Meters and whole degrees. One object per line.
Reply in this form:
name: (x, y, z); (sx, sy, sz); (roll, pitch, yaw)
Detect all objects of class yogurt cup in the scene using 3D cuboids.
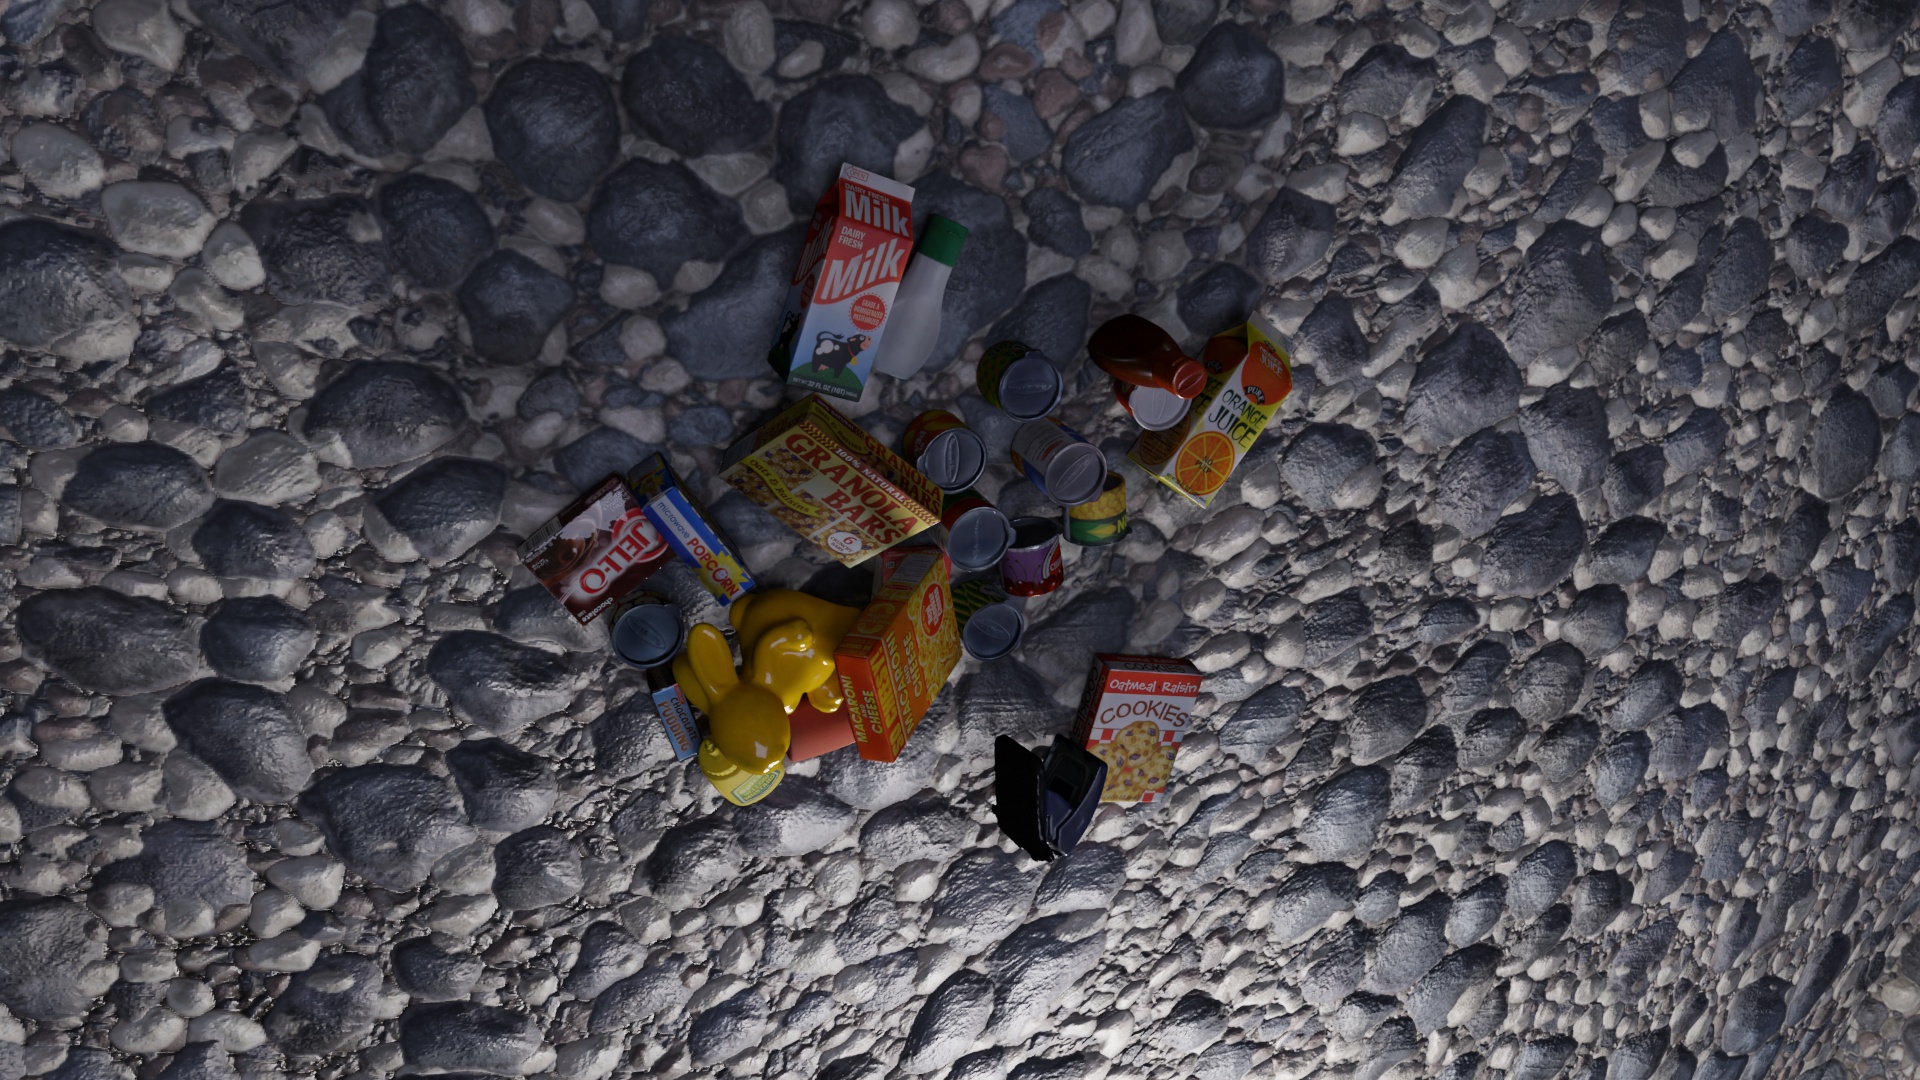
yogurt cup: (0.189, -0.149, 1.381); (0.072, 0.054, 0.072); (-9, 115, -20)

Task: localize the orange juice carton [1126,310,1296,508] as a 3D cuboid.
orange juice carton: (0.263, -0.136, 1.408); (0.071, 0.073, 0.192); (32, 96, -31)

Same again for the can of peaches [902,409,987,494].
can of peaches: (-0.018, -0.085, 1.317); (0.071, 0.058, 0.071); (-9, 116, -19)

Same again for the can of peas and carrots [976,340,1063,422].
can of peas and carrots: (0.055, -0.154, 1.318); (0.071, 0.059, 0.070); (-9, 115, -20)

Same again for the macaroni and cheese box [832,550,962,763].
macaroni and cheese box: (-0.056, 0.107, 1.298); (0.167, 0.040, 0.123); (-54, 141, -49)

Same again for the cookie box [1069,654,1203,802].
cookie box: (0.187, 0.210, 1.546); (0.123, 0.040, 0.166); (6, 110, -26)

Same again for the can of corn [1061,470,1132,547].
can of corn: (0.137, -0.034, 1.401); (0.071, 0.071, 0.058); (-13, 116, -18)

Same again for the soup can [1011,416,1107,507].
soup can: (0.096, -0.076, 1.355); (0.071, 0.084, 0.071); (-9, 116, -19)

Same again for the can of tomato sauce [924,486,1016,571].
can of tomato sauce: (0.005, -0.017, 1.342); (0.071, 0.083, 0.071); (-9, 115, -20)

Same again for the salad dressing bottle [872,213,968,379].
salad dressing bottle: (-0.038, -0.221, 1.258); (0.064, 0.044, 0.147); (19, 102, -27)

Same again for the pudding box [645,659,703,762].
pudding box: (-0.271, 0.162, 1.320); (0.030, 0.050, 0.083); (-20, 118, -12)

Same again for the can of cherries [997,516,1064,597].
can of cherries: (0.071, 0.016, 1.393); (0.071, 0.071, 0.058); (-18, 118, -15)

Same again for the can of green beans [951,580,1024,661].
can of green beans: (0.023, 0.080, 1.407); (0.071, 0.058, 0.071); (-9, 115, -20)

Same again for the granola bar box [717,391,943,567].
granola bar box: (-0.116, -0.052, 1.263); (0.124, 0.039, 0.165); (-27, 130, 35)

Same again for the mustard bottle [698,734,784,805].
mustard bottle: (-0.215, 0.212, 1.319); (0.065, 0.049, 0.160); (-41, 160, -6)

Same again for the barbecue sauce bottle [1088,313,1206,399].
barbecue sauce bottle: (0.179, -0.172, 1.311); (0.065, 0.149, 0.043); (-35, 121, -6)

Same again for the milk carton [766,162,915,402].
milk carton: (-0.101, -0.226, 1.211); (0.072, 0.073, 0.190); (14, 106, -27)

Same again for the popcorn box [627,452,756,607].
popcorn box: (-0.240, -0.010, 1.237); (0.038, 0.085, 0.126); (-37, 122, -3)

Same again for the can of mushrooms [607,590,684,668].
can of mushrooms: (-0.290, 0.080, 1.286); (0.071, 0.033, 0.070); (-9, 115, -19)

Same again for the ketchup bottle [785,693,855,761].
ketchup bottle: (-0.108, 0.173, 1.399); (0.149, 0.043, 0.064); (-15, 118, -17)
